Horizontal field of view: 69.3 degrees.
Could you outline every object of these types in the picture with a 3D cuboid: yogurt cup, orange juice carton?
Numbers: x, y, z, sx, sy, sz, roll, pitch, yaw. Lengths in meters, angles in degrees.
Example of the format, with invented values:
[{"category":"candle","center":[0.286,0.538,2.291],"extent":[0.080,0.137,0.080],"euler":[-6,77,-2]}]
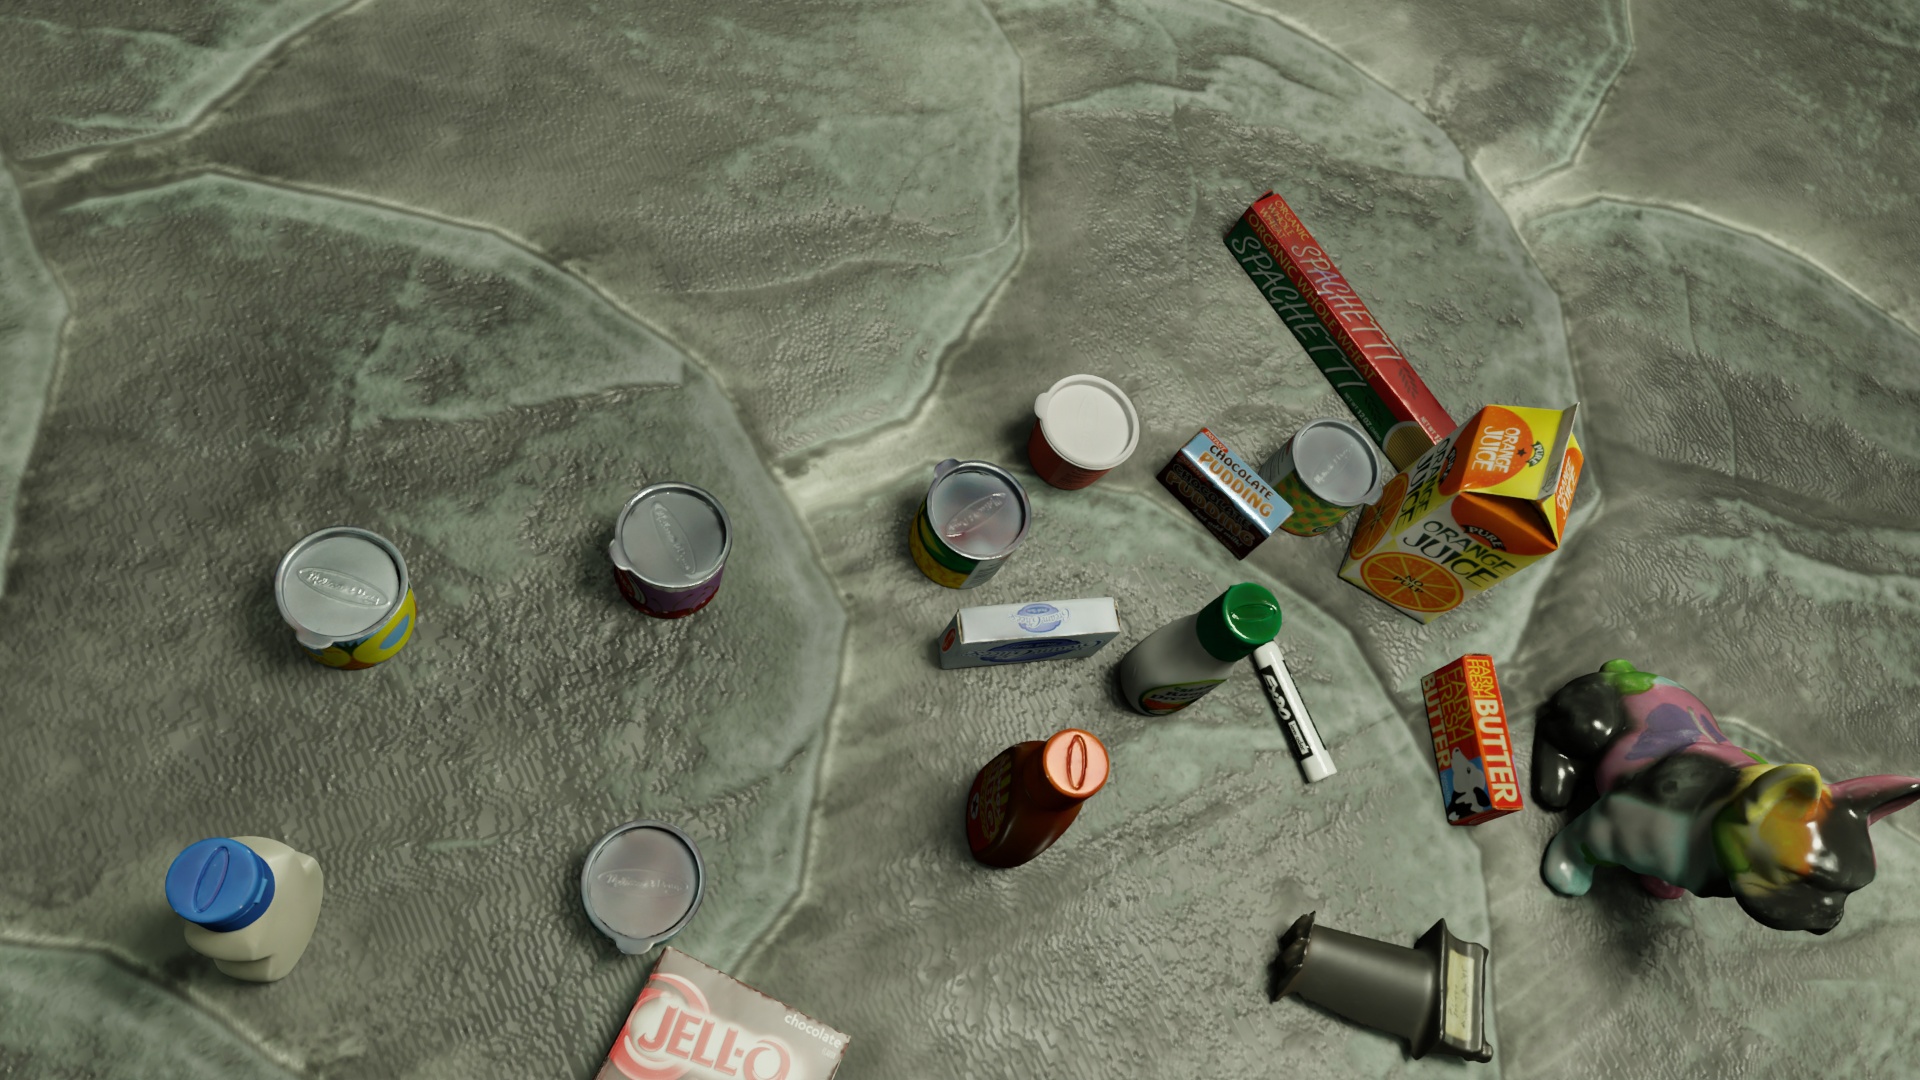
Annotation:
[{"category":"yogurt cup","center":[0.078,-0.068,0.921],"extent":[0.072,0.053,0.072],"euler":[6,67,-13]},{"category":"orange juice carton","center":[0.330,-0.020,0.893],"extent":[0.073,0.192,0.072],"euler":[29,64,-2]}]

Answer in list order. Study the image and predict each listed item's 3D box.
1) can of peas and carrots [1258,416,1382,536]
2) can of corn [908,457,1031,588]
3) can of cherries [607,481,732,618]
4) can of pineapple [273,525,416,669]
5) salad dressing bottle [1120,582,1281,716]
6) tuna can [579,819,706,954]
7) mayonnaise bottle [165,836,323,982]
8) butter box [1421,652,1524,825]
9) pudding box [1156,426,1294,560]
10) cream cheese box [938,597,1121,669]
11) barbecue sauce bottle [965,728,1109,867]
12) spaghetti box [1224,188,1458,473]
[{"category":"can of peas and carrots","center":[0.247,-0.041,0.954],"extent":[0.071,0.058,0.071],"euler":[6,67,-13]},{"category":"can of corn","center":[0.003,-0.011,0.874],"extent":[0.071,0.058,0.071],"euler":[6,67,-13]},{"category":"can of cherries","center":[-0.173,0.007,0.817],"extent":[0.071,0.058,0.072],"euler":[6,67,-13]},{"category":"can of pineapple","center":[-0.337,0.034,0.761],"extent":[0.071,0.057,0.071],"euler":[6,67,-13]},{"category":"salad dressing bottle","center":[0.143,0.066,0.830],"extent":[0.064,0.147,0.044],"euler":[-3,69,-17]},{"category":"tuna can","center":[-0.173,0.190,0.755],"extent":[0.071,0.032,0.071],"euler":[6,67,-13]},{"category":"mayonnaise bottle","center":[-0.336,0.170,0.654],"extent":[0.041,0.147,0.065],"euler":[14,65,-9]},{"category":"butter box","center":[0.334,0.130,0.909],"extent":[0.024,0.053,0.104],"euler":[3,67,-14]},{"category":"pudding box","center":[0.178,-0.032,0.936],"extent":[0.084,0.049,0.030],"euler":[45,64,6]},{"category":"cream cheese box","center":[0.042,0.057,0.859],"extent":[0.104,0.053,0.024],"euler":[-3,69,-17]},{"category":"barbecue sauce bottle","center":[0.042,0.140,0.771],"extent":[0.044,0.148,0.065],"euler":[11,66,-11]},{"category":"spaghetti box","center":[0.282,-0.143,1.011],"extent":[0.029,0.050,0.250],"euler":[-29,78,-24]}]
